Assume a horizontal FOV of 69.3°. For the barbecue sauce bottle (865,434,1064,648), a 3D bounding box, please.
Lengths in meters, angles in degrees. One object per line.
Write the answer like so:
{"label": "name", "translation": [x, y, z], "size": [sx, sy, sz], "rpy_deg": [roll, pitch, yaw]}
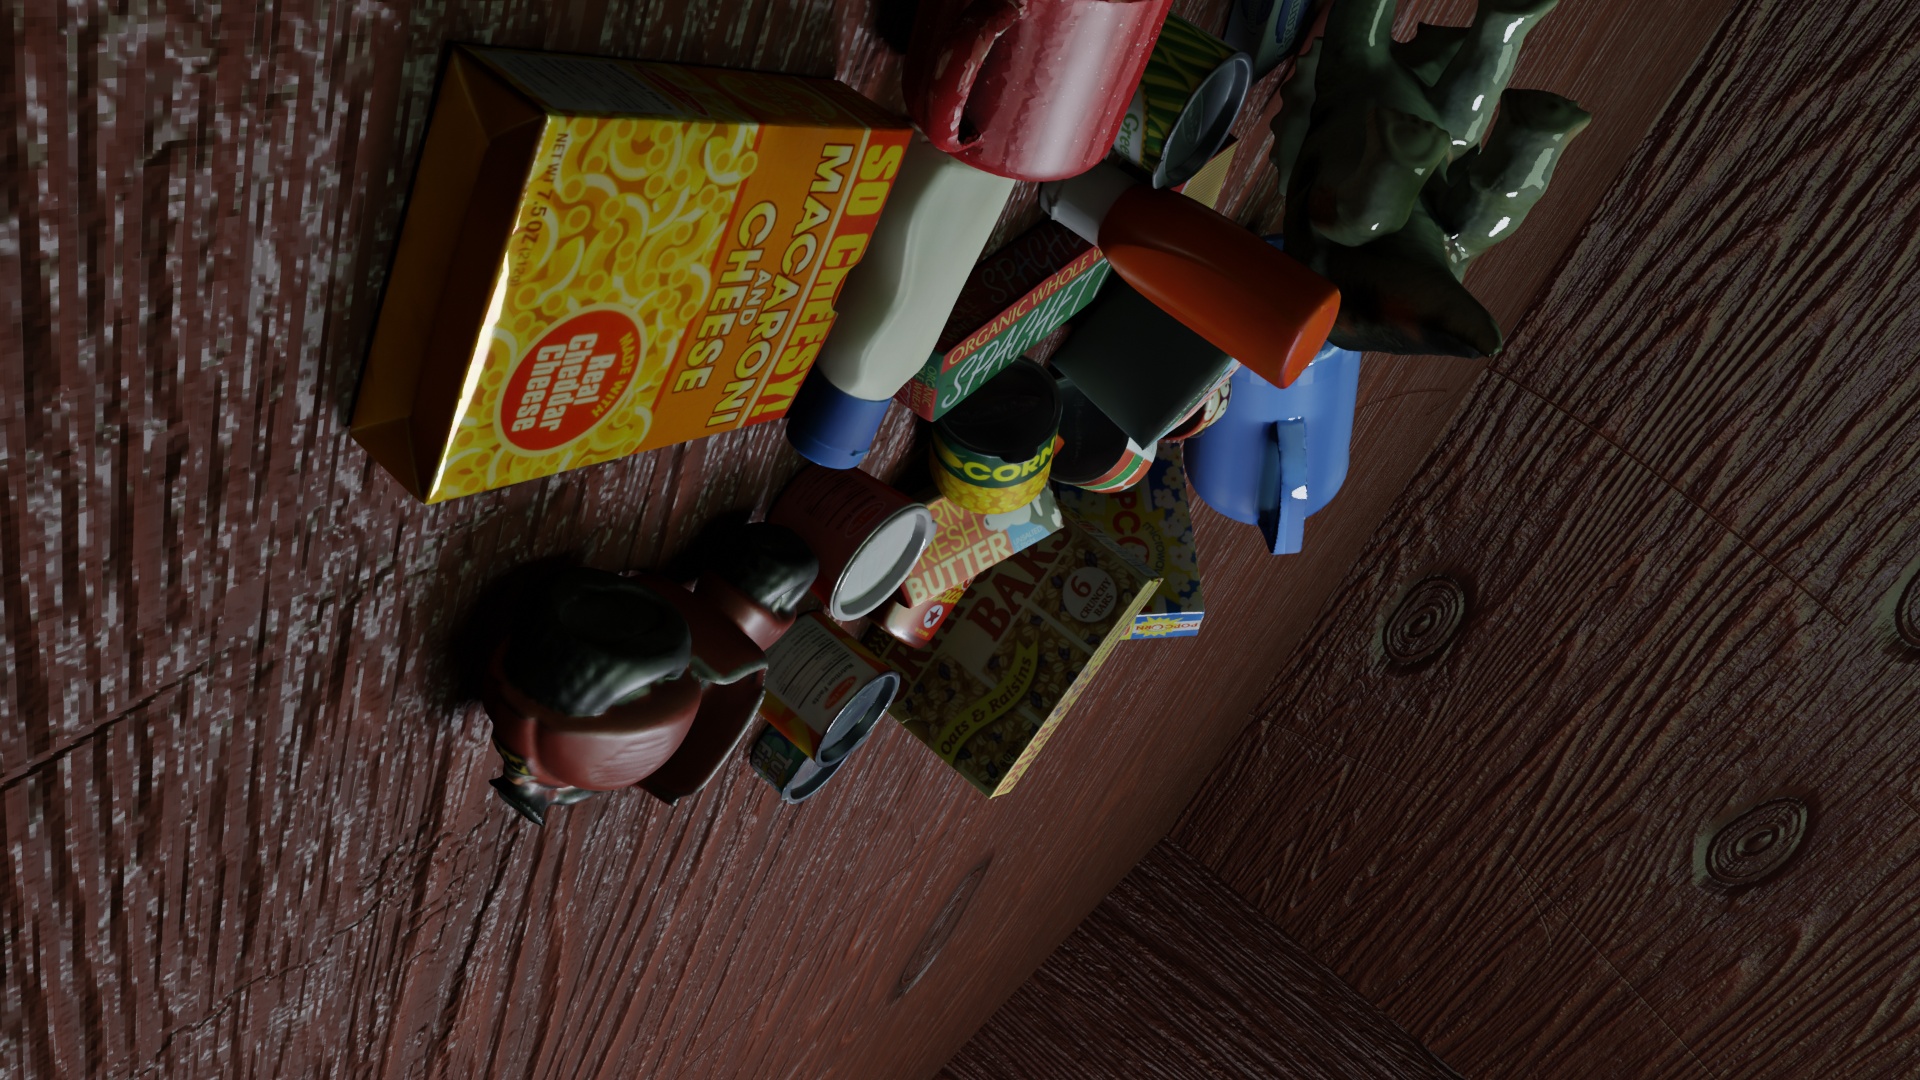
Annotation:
{"label": "barbecue sauce bottle", "translation": [0.001, -0.009, 0.801], "size": [0.148, 0.044, 0.065], "rpy_deg": [-53, 151, 1]}

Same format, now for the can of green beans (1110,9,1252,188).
{"label": "can of green beans", "translation": [0.089, -0.203, 0.629], "size": [0.071, 0.058, 0.071], "rpy_deg": [-45, 160, -21]}

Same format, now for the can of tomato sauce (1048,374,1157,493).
{"label": "can of tomato sauce", "translation": [0.079, -0.064, 0.853], "size": [0.071, 0.071, 0.083], "rpy_deg": [-55, 163, 9]}

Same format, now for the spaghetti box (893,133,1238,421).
{"label": "spaghetti box", "translation": [0.058, -0.144, 0.712], "size": [0.251, 0.029, 0.050], "rpy_deg": [-40, 159, -32]}

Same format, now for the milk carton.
{"label": "milk carton", "translation": [0.125, -0.115, 0.814], "size": [0.072, 0.073, 0.191], "rpy_deg": [-48, 174, 23]}

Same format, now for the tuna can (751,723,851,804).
{"label": "tuna can", "translation": [-0.094, 0.125, 0.841], "size": [0.071, 0.033, 0.070], "rpy_deg": [-45, 160, -21]}

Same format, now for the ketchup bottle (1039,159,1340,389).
{"label": "ketchup bottle", "translation": [0.104, -0.133, 0.651], "size": [0.043, 0.149, 0.064], "rpy_deg": [-47, 161, -15]}

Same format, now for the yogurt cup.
{"label": "yogurt cup", "translation": [-0.055, -0.003, 0.663], "size": [0.072, 0.054, 0.072], "rpy_deg": [-45, 160, -21]}

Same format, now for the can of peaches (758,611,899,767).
{"label": "can of peaches", "translation": [-0.077, 0.082, 0.765], "size": [0.071, 0.058, 0.071], "rpy_deg": [-46, 161, -21]}

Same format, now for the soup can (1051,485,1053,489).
{"label": "soup can", "translation": [0.083, 0.011, 0.970], "size": [0.071, 0.084, 0.071], "rpy_deg": [-45, 160, -20]}

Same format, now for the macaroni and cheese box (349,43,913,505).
{"label": "macaroni and cheese box", "translation": [-0.096, -0.085, 0.438], "size": [0.167, 0.040, 0.123], "rpy_deg": [-23, 147, -56]}

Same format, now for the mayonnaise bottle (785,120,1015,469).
{"label": "mayonnaise bottle", "translation": [-0.030, -0.098, 0.572], "size": [0.065, 0.041, 0.147], "rpy_deg": [-21, 145, -55]}

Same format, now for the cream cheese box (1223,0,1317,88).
{"label": "cream cheese box", "translation": [0.165, -0.287, 0.708], "size": [0.053, 0.024, 0.103], "rpy_deg": [-42, 159, -28]}

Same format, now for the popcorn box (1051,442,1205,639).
{"label": "popcorn box", "translation": [0.108, 0.000, 0.910], "size": [0.085, 0.127, 0.038], "rpy_deg": [-3, 154, -2]}

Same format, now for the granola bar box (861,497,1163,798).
{"label": "granola bar box", "translation": [0.023, 0.053, 0.842], "size": [0.165, 0.124, 0.039], "rpy_deg": [-55, 161, 9]}

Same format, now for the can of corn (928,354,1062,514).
{"label": "can of corn", "translation": [0.018, -0.053, 0.718], "size": [0.071, 0.071, 0.058], "rpy_deg": [-43, 160, -24]}

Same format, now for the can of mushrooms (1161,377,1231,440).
{"label": "can of mushrooms", "translation": [0.147, -0.100, 0.941], "size": [0.033, 0.071, 0.070], "rpy_deg": [-27, 149, -50]}

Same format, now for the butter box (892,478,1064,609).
{"label": "butter box", "translation": [0.003, -0.009, 0.758], "size": [0.104, 0.024, 0.053], "rpy_deg": [-28, 114, -18]}
